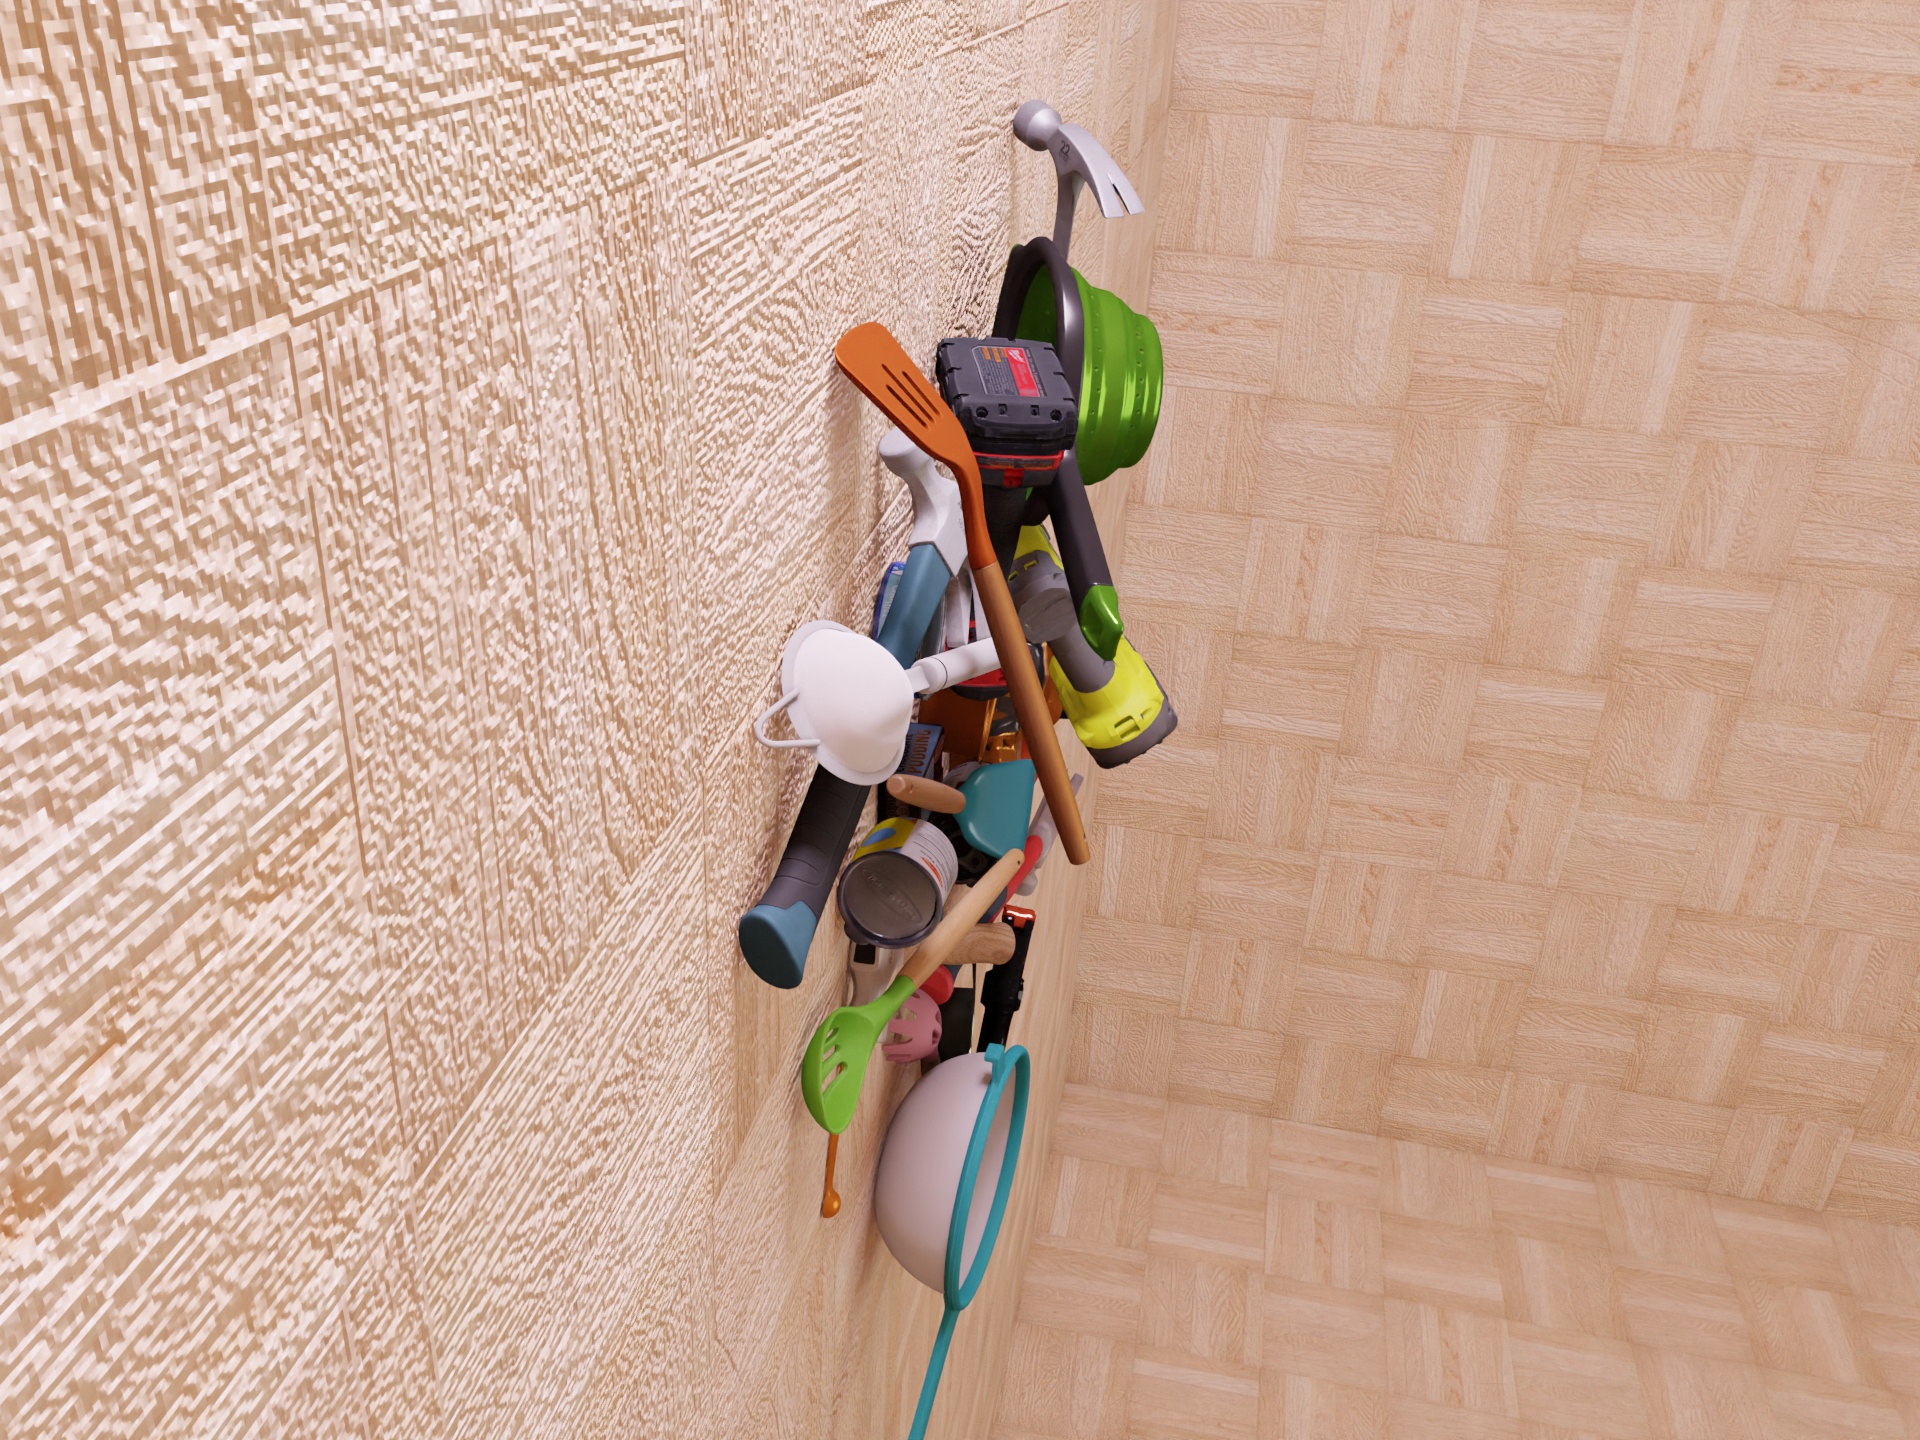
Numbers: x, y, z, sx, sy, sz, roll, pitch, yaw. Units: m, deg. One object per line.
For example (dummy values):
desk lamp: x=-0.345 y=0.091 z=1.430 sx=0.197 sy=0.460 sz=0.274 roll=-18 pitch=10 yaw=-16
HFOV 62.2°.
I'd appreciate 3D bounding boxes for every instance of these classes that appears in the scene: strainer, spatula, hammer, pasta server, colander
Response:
strainer: x=-0.020 y=-0.024 z=0.841 sx=0.258 sy=0.050 sz=0.087 roll=-23 pitch=89 yaw=-62
spatula: x=0.002 y=0.054 z=1.079 sx=0.317 sy=0.044 sz=0.082 roll=26 pitch=73 yaw=-77
hammer: x=0.070 y=-0.281 z=1.305 sx=0.144 sy=0.035 sz=0.405 roll=53 pitch=-32 yaw=39
strainer: x=-0.032 y=0.416 z=1.266 sx=0.210 sy=0.095 sz=0.340 roll=63 pitch=42 yaw=-70
pasta server: x=-0.033 y=0.286 z=1.349 sx=0.316 sy=0.040 sz=0.060 roll=88 pitch=12 yaw=-66
hammer: x=0.035 y=0.153 z=1.460 sx=0.143 sy=0.038 sz=0.386 roll=-66 pitch=171 yaw=19
spatula: x=0.012 y=-0.061 z=0.862 sx=0.081 sy=0.041 sz=0.322 roll=-61 pitch=135 yaw=-61
hammer: x=-0.013 y=0.164 z=1.187 sx=0.331 sy=0.031 sz=0.130 roll=24 pitch=73 yaw=-72
hammer: x=-0.049 y=-0.007 z=0.858 sx=0.128 sy=0.033 sz=0.331 roll=57 pitch=39 yaw=-39
colander: x=0.098 y=-0.184 z=1.098 sx=0.398 sy=0.094 sz=0.204 roll=-100 pitch=-162 yaw=-44

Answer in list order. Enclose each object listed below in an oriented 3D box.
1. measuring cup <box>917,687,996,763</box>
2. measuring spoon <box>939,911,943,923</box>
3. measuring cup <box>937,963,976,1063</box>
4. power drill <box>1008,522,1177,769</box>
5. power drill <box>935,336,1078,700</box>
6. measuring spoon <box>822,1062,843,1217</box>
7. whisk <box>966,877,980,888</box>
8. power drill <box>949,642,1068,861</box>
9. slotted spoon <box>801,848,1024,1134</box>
measuring cup: x=-0.002 y=-0.004 z=1.206 sx=0.173 sy=0.052 sz=0.095 roll=95 pitch=7 yaw=-70
measuring spoon: x=-0.024 y=0.147 z=1.327 sx=0.129 sy=0.021 sz=0.042 roll=-85 pitch=180 yaw=-74
measuring cup: x=-0.005 y=0.249 z=1.478 sx=0.168 sy=0.038 sz=0.083 roll=-85 pitch=177 yaw=-46
power drill: x=0.081 y=-0.079 z=1.271 sx=0.223 sy=0.080 sz=0.171 roll=52 pitch=10 yaw=-41
power drill: x=0.017 y=-0.138 z=1.072 sx=0.143 sy=0.078 sz=0.219 roll=-102 pitch=-165 yaw=-52
measuring spoon: x=-0.080 y=0.277 z=1.063 sx=0.021 sy=0.011 sz=0.117 roll=-31 pitch=128 yaw=-79
whisk: x=0.043 y=0.060 z=1.572 sx=0.055 sy=0.055 sz=0.239 roll=84 pitch=21 yaw=-58
power drill: x=0.042 y=0.014 z=1.418 sx=0.226 sy=0.084 sz=0.185 roll=-64 pitch=160 yaw=-52
slotted spoon: x=-0.025 y=0.162 z=1.046 sx=0.314 sy=0.031 sz=0.070 roll=-43 pitch=129 yaw=-54
